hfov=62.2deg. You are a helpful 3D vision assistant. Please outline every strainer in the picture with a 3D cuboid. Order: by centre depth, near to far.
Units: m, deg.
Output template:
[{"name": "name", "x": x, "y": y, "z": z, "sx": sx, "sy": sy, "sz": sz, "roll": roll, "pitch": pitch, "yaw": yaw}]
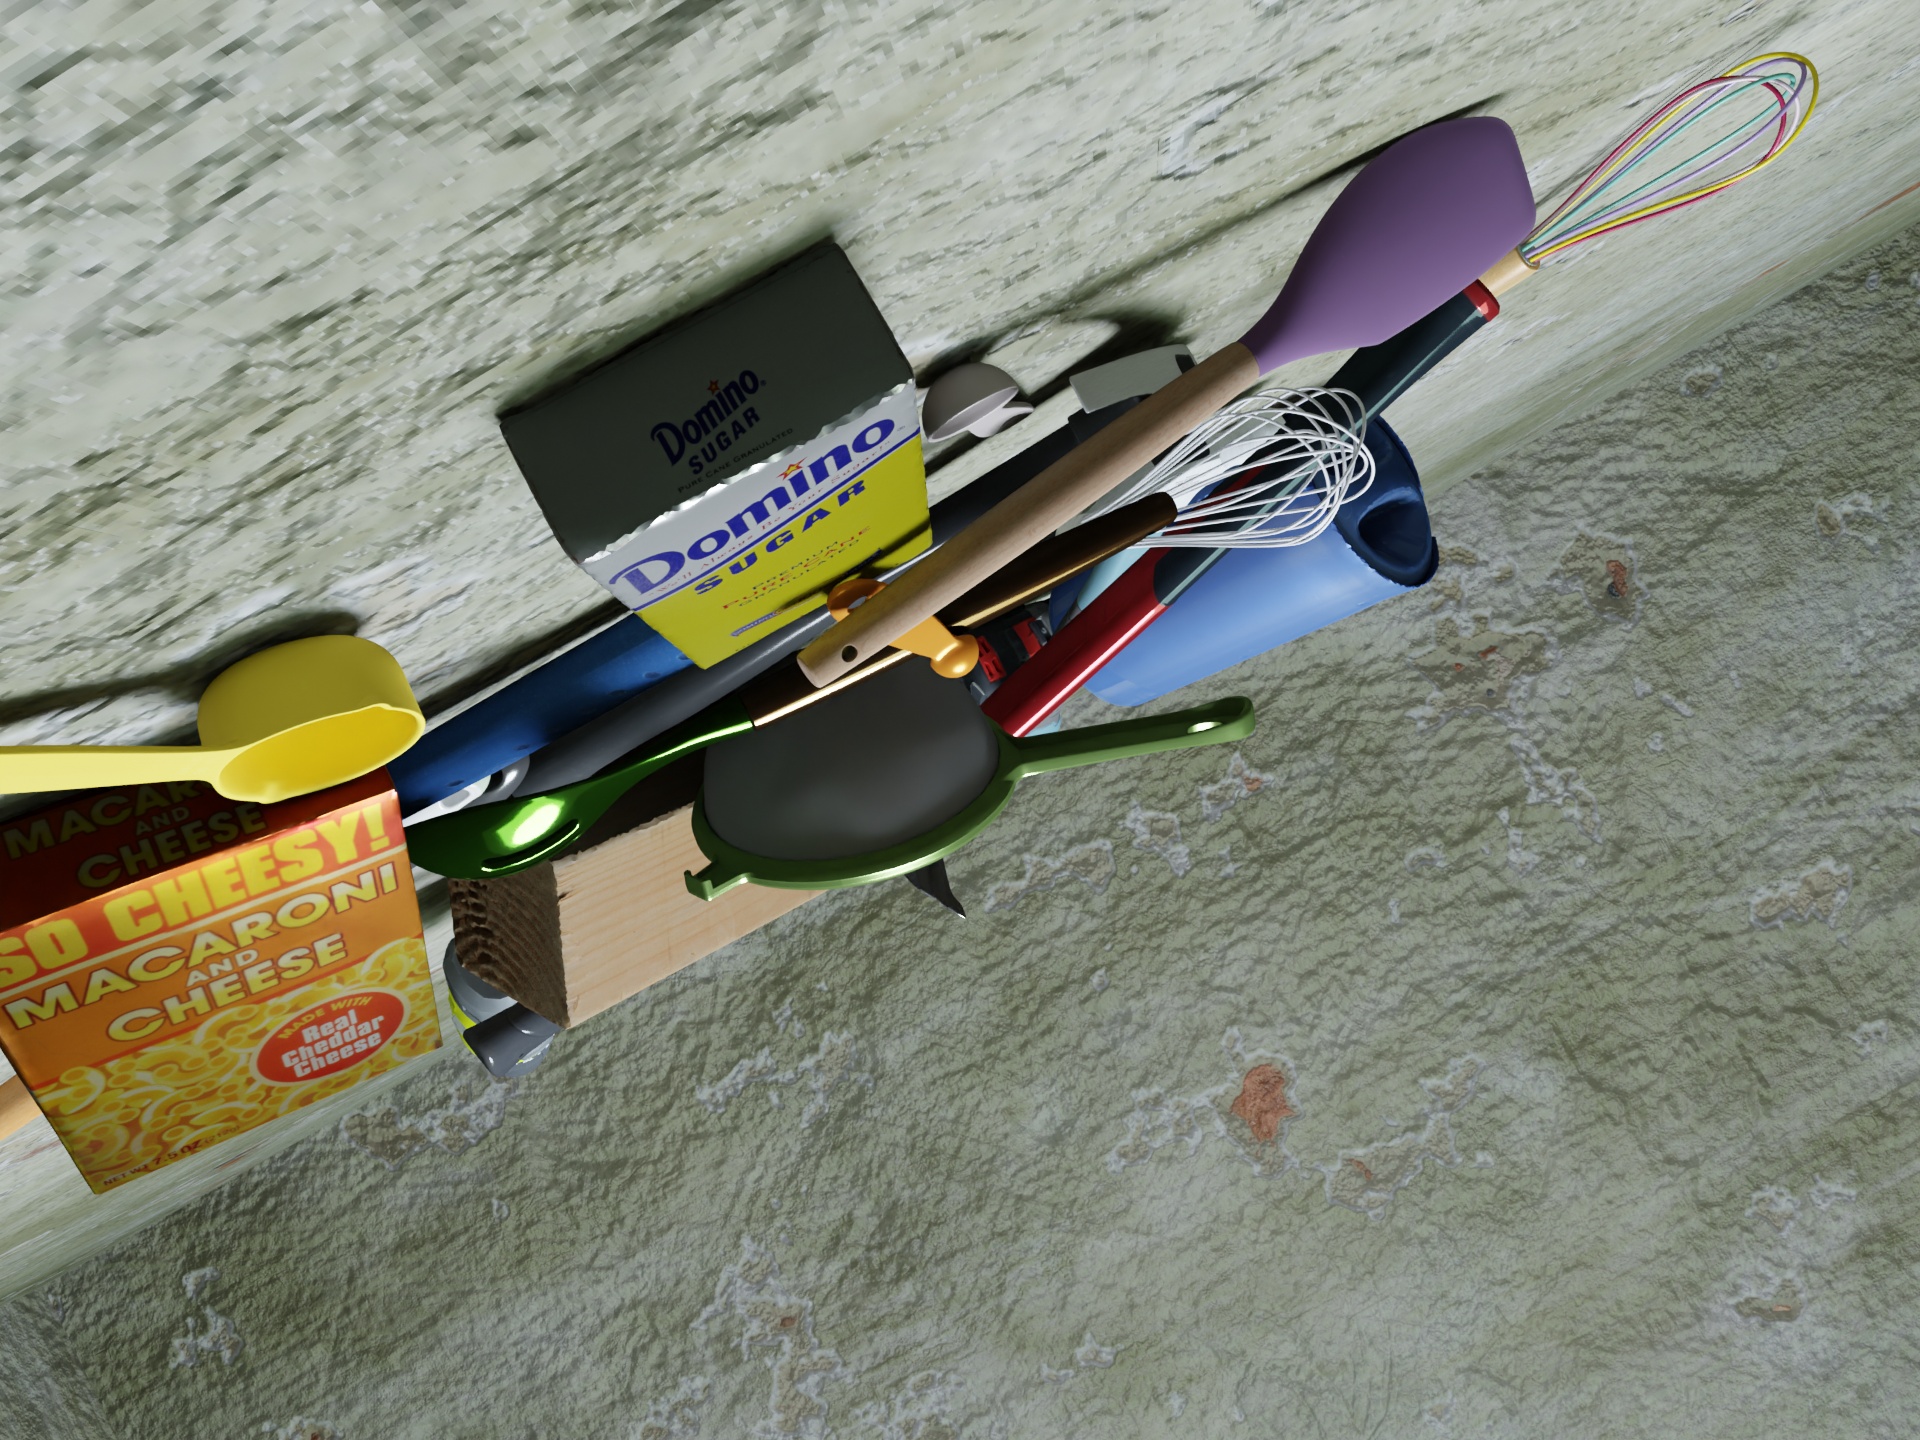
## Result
[{"name": "strainer", "x": -0.001, "y": -0.002, "z": 0.701, "sx": 0.256, "sy": 0.069, "sz": 0.152, "roll": -9, "pitch": -151, "yaw": 6}]

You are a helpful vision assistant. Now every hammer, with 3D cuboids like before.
[{"name": "hammer", "x": -0.250, "y": 0.049, "z": 0.575, "sx": 0.405, "sy": 0.035, "sz": 0.144, "roll": -29, "pitch": 175, "yaw": -3}, {"name": "hammer", "x": -0.051, "y": -0.052, "z": 0.641, "sx": 0.335, "sy": 0.035, "sz": 0.146, "roll": -29, "pitch": -176, "yaw": 17}, {"name": "hammer", "x": 0.104, "y": -0.065, "z": 0.770, "sx": 0.386, "sy": 0.038, "sz": 0.143, "roll": -43, "pitch": -149, "yaw": 18}, {"name": "hammer", "x": 0.080, "y": -0.065, "z": 0.951, "sx": 0.128, "sy": 0.033, "sz": 0.330, "roll": -20, "pitch": 159, "yaw": -22}, {"name": "hammer", "x": -0.123, "y": 0.096, "z": 0.976, "sx": 0.409, "sy": 0.036, "sz": 0.149, "roll": -31, "pitch": 163, "yaw": -38}]

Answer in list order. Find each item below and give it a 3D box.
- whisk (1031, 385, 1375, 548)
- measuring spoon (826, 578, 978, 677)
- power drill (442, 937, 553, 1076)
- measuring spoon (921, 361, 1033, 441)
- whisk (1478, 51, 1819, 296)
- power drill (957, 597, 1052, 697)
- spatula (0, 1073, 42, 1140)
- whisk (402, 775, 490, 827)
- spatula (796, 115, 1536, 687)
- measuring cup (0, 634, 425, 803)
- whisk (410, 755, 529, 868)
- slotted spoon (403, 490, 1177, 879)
[{"name": "whisk", "x": 0.079, "y": -0.094, "z": 0.748, "sx": 0.070, "sy": 0.070, "sz": 0.284, "roll": -26, "pitch": -172, "yaw": -36}, {"name": "measuring spoon", "x": -0.017, "y": -0.030, "z": 0.548, "sx": 0.021, "sy": 0.011, "sz": 0.116, "roll": -38, "pitch": 161, "yaw": 11}, {"name": "power drill", "x": -0.229, "y": 0.139, "z": 1.041, "sx": 0.228, "sy": 0.080, "sz": 0.190, "roll": -38, "pitch": 164, "yaw": -27}, {"name": "measuring spoon", "x": 0.008, "y": -0.112, "z": 0.560, "sx": 0.034, "sy": 0.018, "sz": 0.124, "roll": -30, "pitch": -178, "yaw": 13}, {"name": "whisk", "x": 0.292, "y": -0.235, "z": 0.767, "sx": 0.051, "sy": 0.047, "sz": 0.245, "roll": -27, "pitch": 178, "yaw": -42}, {"name": "power drill", "x": 0.017, "y": -0.025, "z": 1.203, "sx": 0.188, "sy": 0.080, "sz": 0.226, "roll": -27, "pitch": 172, "yaw": -35}, {"name": "spatula", "x": -0.380, "y": 0.170, "z": 0.608, "sx": 0.322, "sy": 0.041, "sz": 0.081, "roll": -32, "pitch": 174, "yaw": 17}, {"name": "whisk", "x": -0.290, "y": 0.083, "z": 0.650, "sx": 0.246, "sy": 0.059, "sz": 0.057, "roll": -34, "pitch": 147, "yaw": 9}, {"name": "spatula", "x": 0.075, "y": -0.108, "z": 0.529, "sx": 0.316, "sy": 0.059, "sz": 0.018, "roll": -37, "pitch": -153, "yaw": -12}, {"name": "measuring cup", "x": -0.210, "y": 0.000, "z": 0.400, "sx": 0.062, "sy": 0.029, "sz": 0.156, "roll": -33, "pitch": 163, "yaw": 33}, {"name": "whisk", "x": -0.269, "y": 0.076, "z": 0.699, "sx": 0.239, "sy": 0.055, "sz": 0.055, "roll": -35, "pitch": 174, "yaw": 23}, {"name": "slotted spoon", "x": -0.055, "y": -0.014, "z": 0.584, "sx": 0.314, "sy": 0.031, "sz": 0.070, "roll": -27, "pitch": 174, "yaw": -11}]
